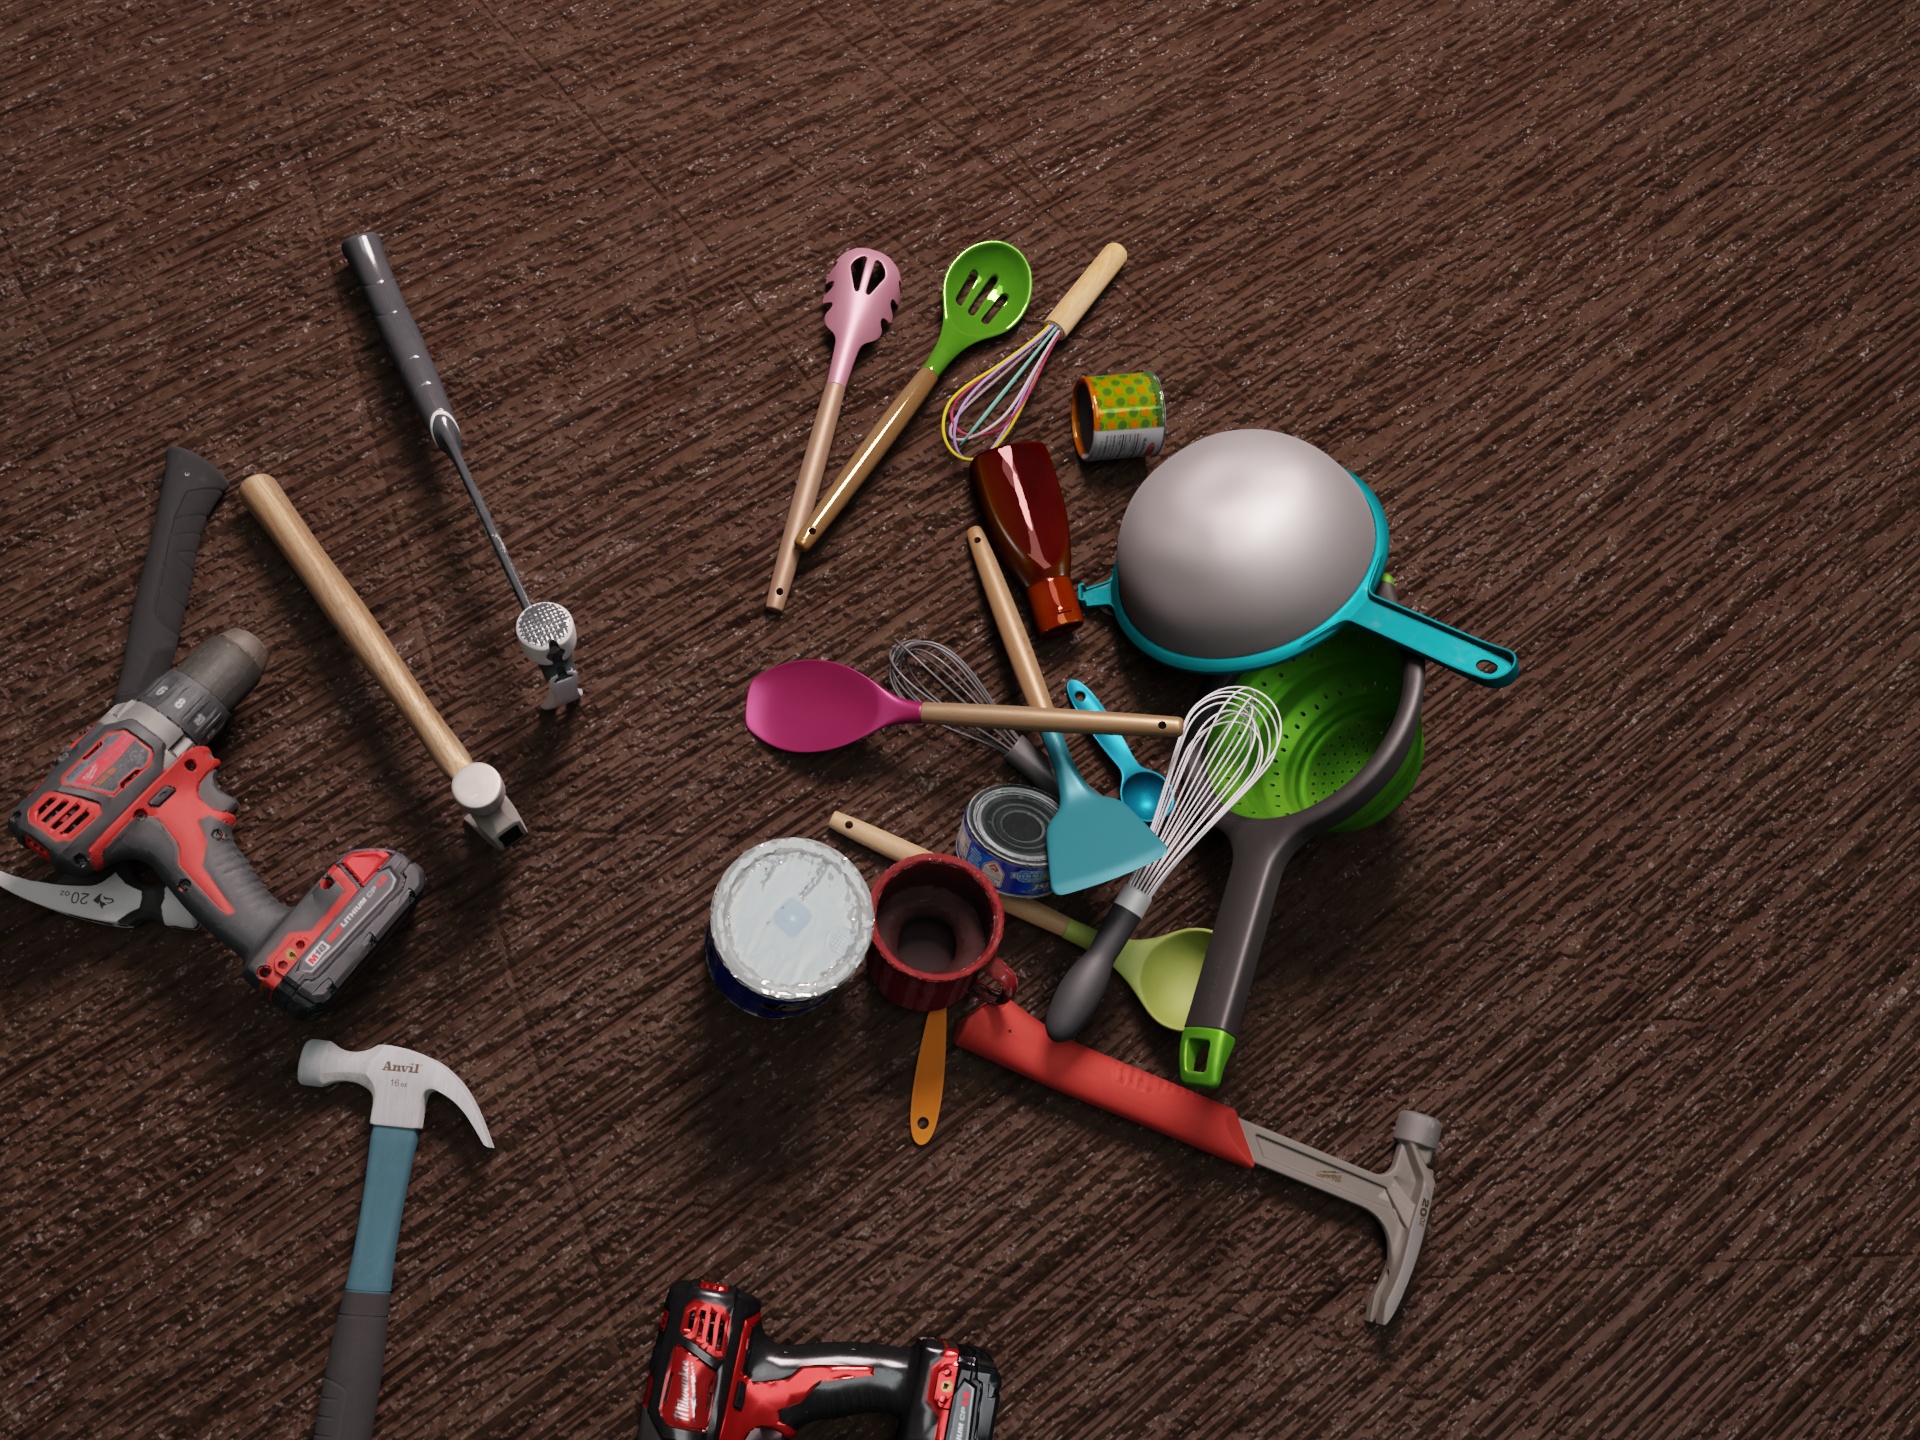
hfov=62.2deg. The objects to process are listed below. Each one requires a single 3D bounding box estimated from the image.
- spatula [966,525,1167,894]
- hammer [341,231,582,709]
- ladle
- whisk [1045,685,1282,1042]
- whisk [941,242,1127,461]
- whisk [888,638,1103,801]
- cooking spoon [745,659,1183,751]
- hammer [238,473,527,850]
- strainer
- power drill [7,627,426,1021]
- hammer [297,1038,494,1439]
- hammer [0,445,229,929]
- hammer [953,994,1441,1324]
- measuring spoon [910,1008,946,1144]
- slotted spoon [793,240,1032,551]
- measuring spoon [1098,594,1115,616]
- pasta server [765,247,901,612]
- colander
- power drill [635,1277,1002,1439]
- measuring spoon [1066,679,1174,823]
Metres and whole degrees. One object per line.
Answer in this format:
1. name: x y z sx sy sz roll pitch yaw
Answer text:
1. spatula: 0.057 -0.019 1.147 0.082 0.044 0.318 -21 63 1
2. hammer: -0.356 -0.187 1.128 0.036 0.149 0.409 -23 71 -16
3. ladle: 0.053 0.134 1.136 0.320 0.062 0.078 25 72 0
4. whisk: 0.135 0.098 1.106 0.070 0.070 0.284 32 81 -1
5. whisk: 0.061 -0.299 1.265 0.047 0.051 0.245 34 68 6
6. whisk: 0.041 0.020 1.171 0.239 0.055 0.055 39 72 -2
7. cooking spoon: -0.002 -0.004 1.128 0.319 0.017 0.069 3 79 14
8. hammer: -0.396 -0.043 1.083 0.031 0.130 0.331 -35 73 -17
9. strainer: 0.238 -0.117 1.118 0.211 0.095 0.341 -46 46 -12
10. power drill: -0.456 0.064 1.028 0.226 0.080 0.188 39 62 -7
11. hammer: -0.377 0.374 1.001 0.128 0.033 0.331 7 74 -7
12. hammer: -0.560 -0.030 1.078 0.146 0.035 0.335 7 73 -9
13. hammer: 0.162 0.291 1.122 0.359 0.036 0.149 23 72 -4
14. measuring spoon: -0.021 0.238 1.118 0.021 0.011 0.117 9 77 -5
15. slotted spoon: -0.040 -0.251 1.232 0.070 0.031 0.314 36 69 -9
16. measuring spoon: 0.168 -0.085 1.242 0.124 0.018 0.034 4 76 -2
17. pasta server: -0.103 -0.230 1.225 0.060 0.040 0.316 15 76 -6
18. colander: 0.243 0.085 1.133 0.094 0.204 0.397 37 62 -32
19. power drill: -0.094 0.448 1.012 0.219 0.078 0.143 13 73 -4
20. measuring spoon: 0.115 0.025 1.201 0.042 0.021 0.129 -25 71 -21
